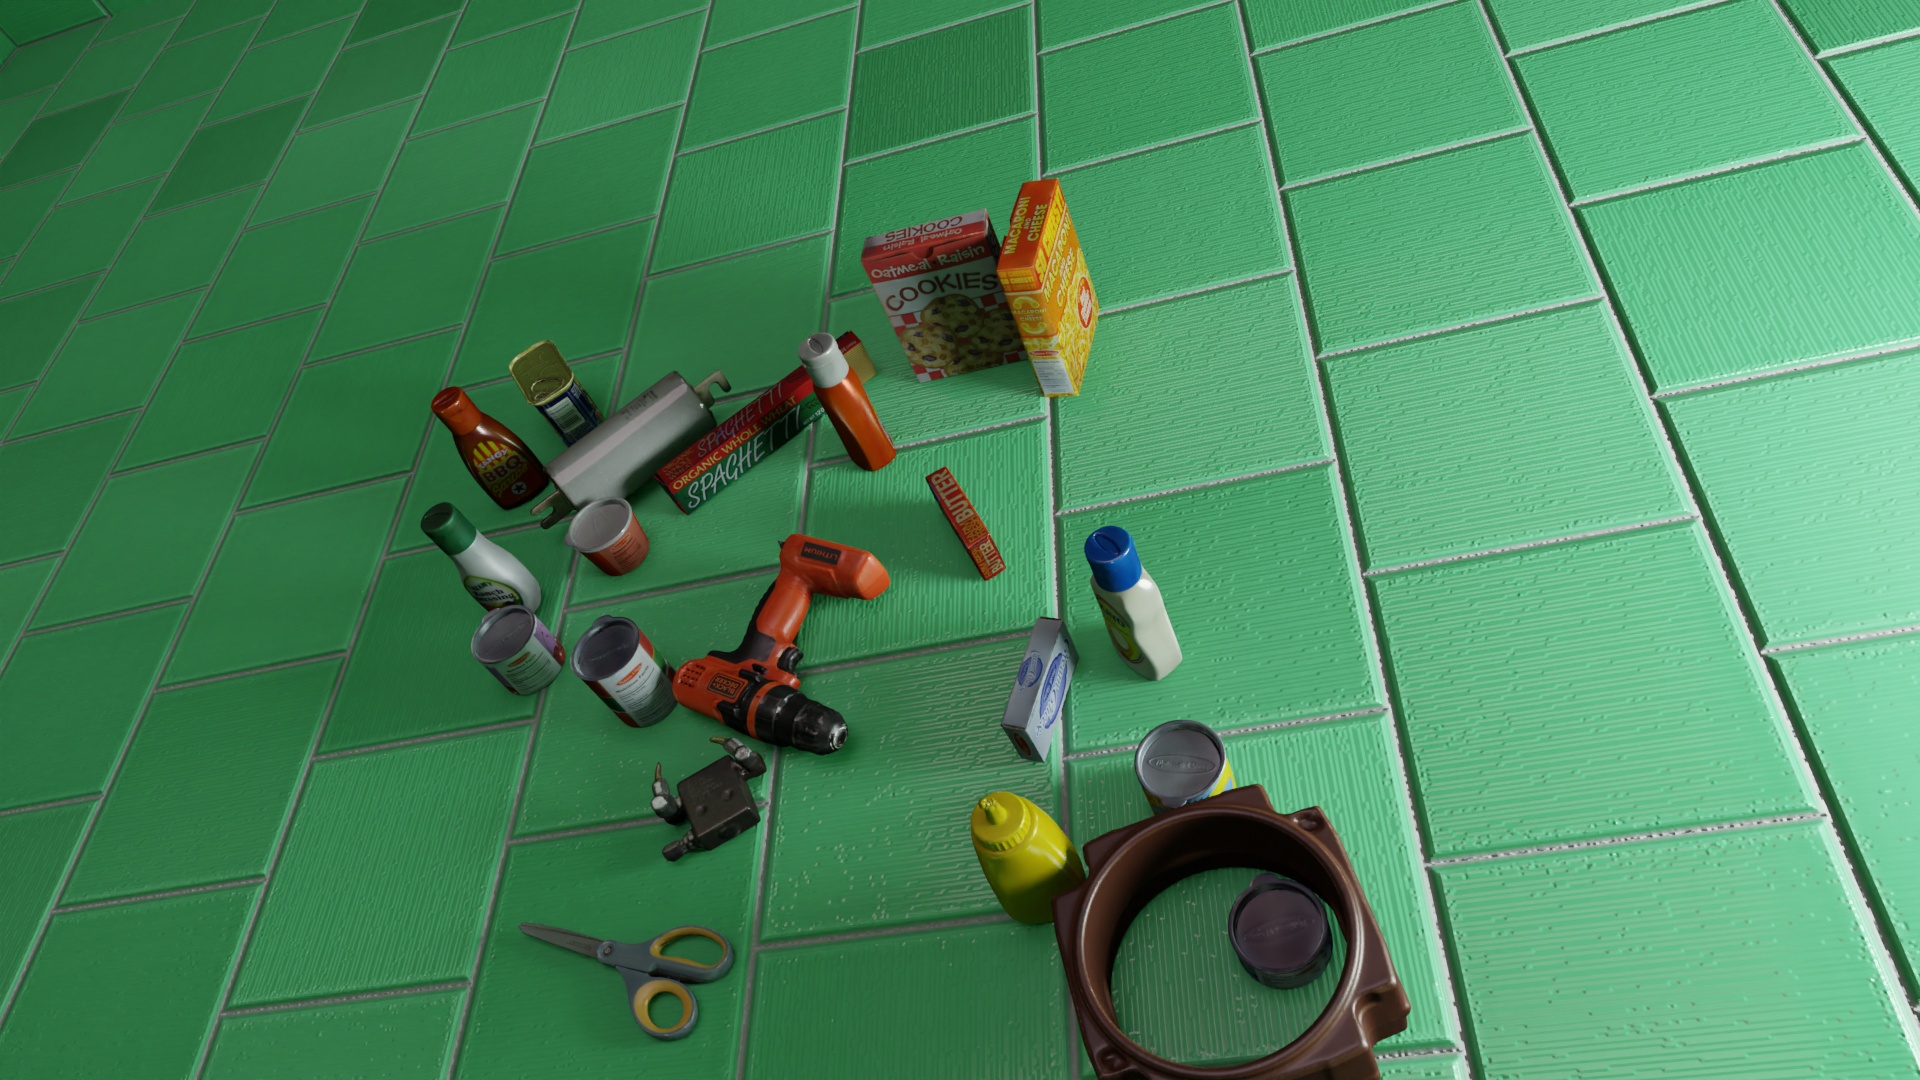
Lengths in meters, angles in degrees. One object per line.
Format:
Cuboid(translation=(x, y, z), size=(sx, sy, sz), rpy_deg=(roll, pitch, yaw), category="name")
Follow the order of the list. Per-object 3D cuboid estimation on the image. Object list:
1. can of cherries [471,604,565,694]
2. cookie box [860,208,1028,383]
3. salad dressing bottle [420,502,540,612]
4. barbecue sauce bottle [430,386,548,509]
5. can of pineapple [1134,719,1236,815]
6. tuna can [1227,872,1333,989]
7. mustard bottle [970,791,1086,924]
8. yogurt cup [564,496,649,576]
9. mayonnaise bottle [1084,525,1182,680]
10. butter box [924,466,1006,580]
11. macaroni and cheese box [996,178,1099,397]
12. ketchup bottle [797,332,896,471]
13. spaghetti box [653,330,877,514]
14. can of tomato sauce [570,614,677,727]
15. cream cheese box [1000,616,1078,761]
Cuboid(translation=(-0.418, 0.102, 1.314), size=(0.071, 0.058, 0.072), rpy_deg=(-12, 49, 14), category="can of cherries")
Cuboid(translation=(-0.009, -0.234, 1.349), size=(0.123, 0.166, 0.040), rpy_deg=(-11, 49, 15), category="cookie box")
Cuboid(translation=(-0.462, 0.022, 1.339), size=(0.064, 0.147, 0.044), rpy_deg=(-5, 51, 19), category="salad dressing bottle")
Cuboid(translation=(-0.495, -0.099, 1.452), size=(0.065, 0.148, 0.044), rpy_deg=(-33, 47, -5), category="barbecue sauce bottle")
Cuboid(translation=(0.164, 0.174, 1.011), size=(0.071, 0.057, 0.071), rpy_deg=(-12, 49, 14), category="can of pineapple")
Cuboid(translation=(0.215, 0.262, 0.934), size=(0.071, 0.032, 0.071), rpy_deg=(-12, 49, 14), category="tuna can")
Cuboid(translation=(0.041, 0.213, 0.961), size=(0.065, 0.159, 0.049), rpy_deg=(-23, 47, 4), category="mustard bottle")
Cuboid(translation=(-0.344, -0.002, 1.373), size=(0.072, 0.053, 0.073), rpy_deg=(-12, 49, 14), category="yogurt cup")
Cuboid(translation=(0.130, 0.047, 1.071), size=(0.041, 0.147, 0.065), rpy_deg=(-39, 48, -11), category="mayonnaise bottle")
Cuboid(translation=(0.004, -0.016, 1.239), size=(0.024, 0.053, 0.104), rpy_deg=(-30, 47, -2), category="butter box")
Cuboid(translation=(0.084, -0.236, 1.313), size=(0.040, 0.165, 0.124), rpy_deg=(-1, 52, 22), category="macaroni and cheese box")
Cuboid(translation=(-0.110, -0.132, 1.319), size=(0.043, 0.148, 0.065), rpy_deg=(-35, 48, -7), category="ketchup bottle")
Cuboid(translation=(-0.195, -0.120, 1.412), size=(0.250, 0.050, 0.029), rpy_deg=(-38, 48, -11), category="spaghetti box")
Cuboid(translation=(-0.296, 0.117, 1.234), size=(0.071, 0.082, 0.071), rpy_deg=(-12, 49, 14), category="can of tomato sauce")
Cuboid(translation=(0.064, 0.118, 1.103), size=(0.024, 0.053, 0.104), rpy_deg=(4, 54, 26), category="cream cheese box")
